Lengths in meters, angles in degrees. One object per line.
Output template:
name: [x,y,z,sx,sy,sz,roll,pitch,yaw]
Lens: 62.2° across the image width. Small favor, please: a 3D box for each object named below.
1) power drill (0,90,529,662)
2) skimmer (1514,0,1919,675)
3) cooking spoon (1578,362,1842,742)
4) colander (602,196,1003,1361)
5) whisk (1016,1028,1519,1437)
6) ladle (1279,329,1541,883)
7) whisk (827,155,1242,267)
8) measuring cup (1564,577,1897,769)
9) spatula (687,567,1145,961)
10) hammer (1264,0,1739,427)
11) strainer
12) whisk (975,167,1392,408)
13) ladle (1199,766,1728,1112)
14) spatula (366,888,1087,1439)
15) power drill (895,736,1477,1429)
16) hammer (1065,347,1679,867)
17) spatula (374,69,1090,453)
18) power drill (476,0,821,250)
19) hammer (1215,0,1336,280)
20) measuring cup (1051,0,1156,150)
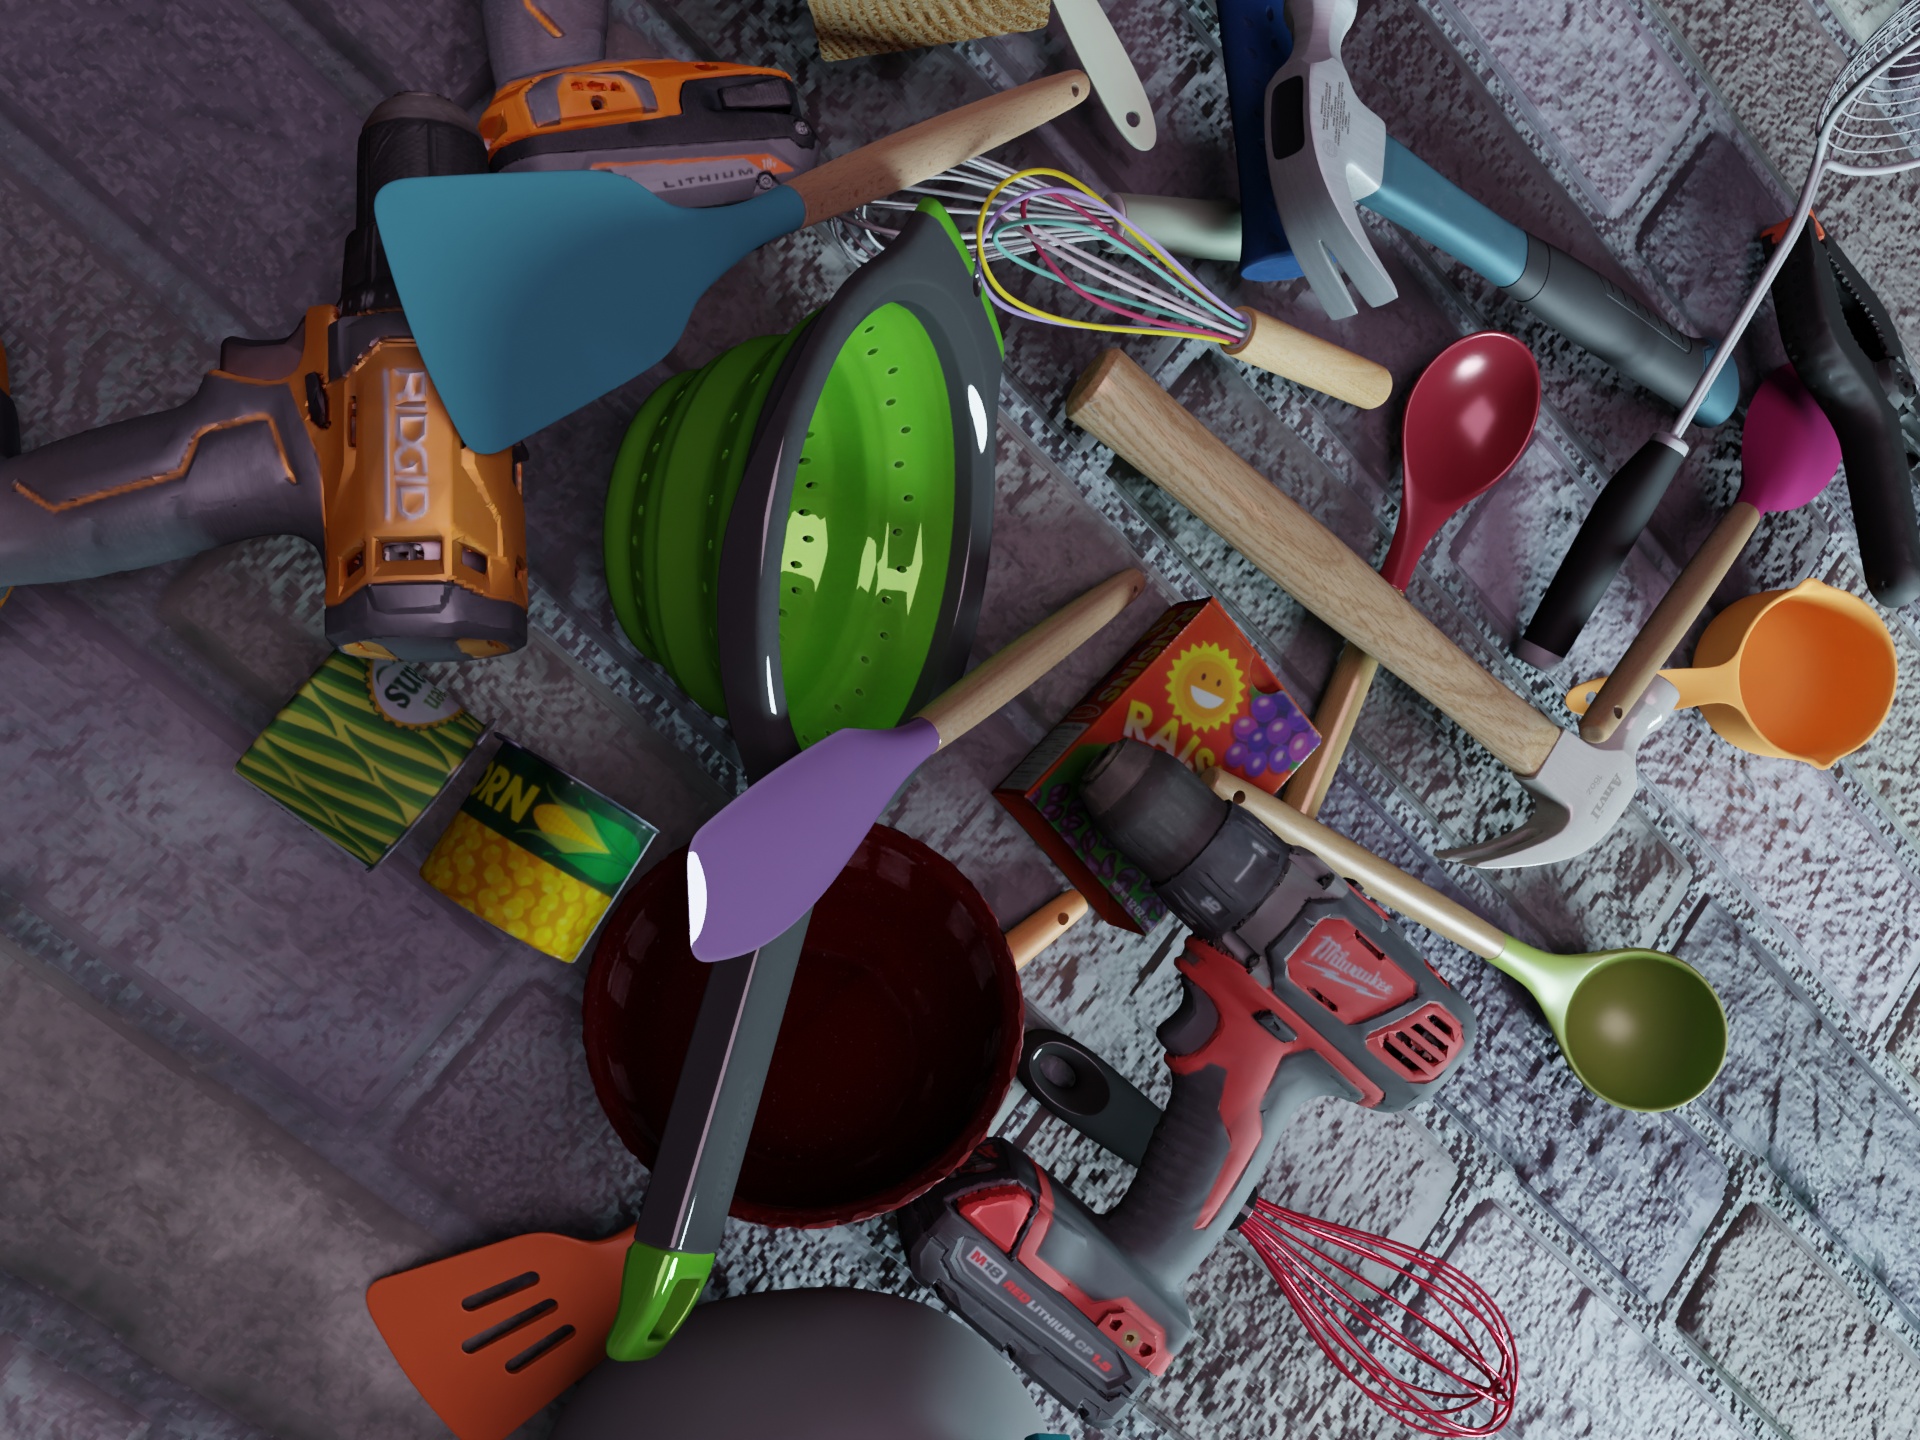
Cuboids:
power drill: [-0.252,-0.109,0.506,0.226,0.084,0.185,-2,84,-6]
skimmer: [0.381,-0.169,0.721,0.127,0.090,0.363,11,111,-53]
cooking spoon: [0.375,-0.087,0.778,0.319,0.017,0.068,-43,105,-31]
colander: [-0.084,0.008,0.558,0.094,0.204,0.397,10,75,19]
whisk: [0.139,0.226,0.708,0.295,0.073,0.073,38,77,-11]
ladle: [0.191,-0.037,0.740,0.069,0.031,0.315,27,83,-19]
whisk: [0.056,-0.213,0.677,0.246,0.059,0.057,-4,129,-25]
measuring cup: [0.378,-0.019,0.805,0.173,0.052,0.095,-6,93,-6]
spatula: [-0.001,-0.002,0.578,0.316,0.018,0.059,-38,136,-52]
hammer: [0.257,-0.205,0.719,0.330,0.033,0.128,15,77,-35]
strainer: [-0.125,0.267,0.576,0.340,0.210,0.095,-6,56,-2]
whisk: [0.103,-0.173,0.666,0.244,0.051,0.047,9,73,-39]
ladle: [0.233,0.096,0.722,0.320,0.062,0.078,29,90,-26]
spatula: [-0.075,0.162,0.639,0.322,0.041,0.081,-35,103,-22]
power drill: [0.071,0.137,0.635,0.188,0.080,0.226,42,89,-5]
hammer: [0.178,-0.047,0.706,0.331,0.031,0.130,35,81,-17]
spatula: [-0.052,-0.188,0.559,0.317,0.044,0.082,-39,124,-41]
power drill: [-0.127,-0.288,0.584,0.164,0.084,0.226,-17,93,-22]
hammer: [0.120,-0.393,0.685,0.144,0.035,0.405,-6,88,-22]
measuring cup: [0.031,-0.312,0.668,0.083,0.038,0.167,-37,105,-17]
